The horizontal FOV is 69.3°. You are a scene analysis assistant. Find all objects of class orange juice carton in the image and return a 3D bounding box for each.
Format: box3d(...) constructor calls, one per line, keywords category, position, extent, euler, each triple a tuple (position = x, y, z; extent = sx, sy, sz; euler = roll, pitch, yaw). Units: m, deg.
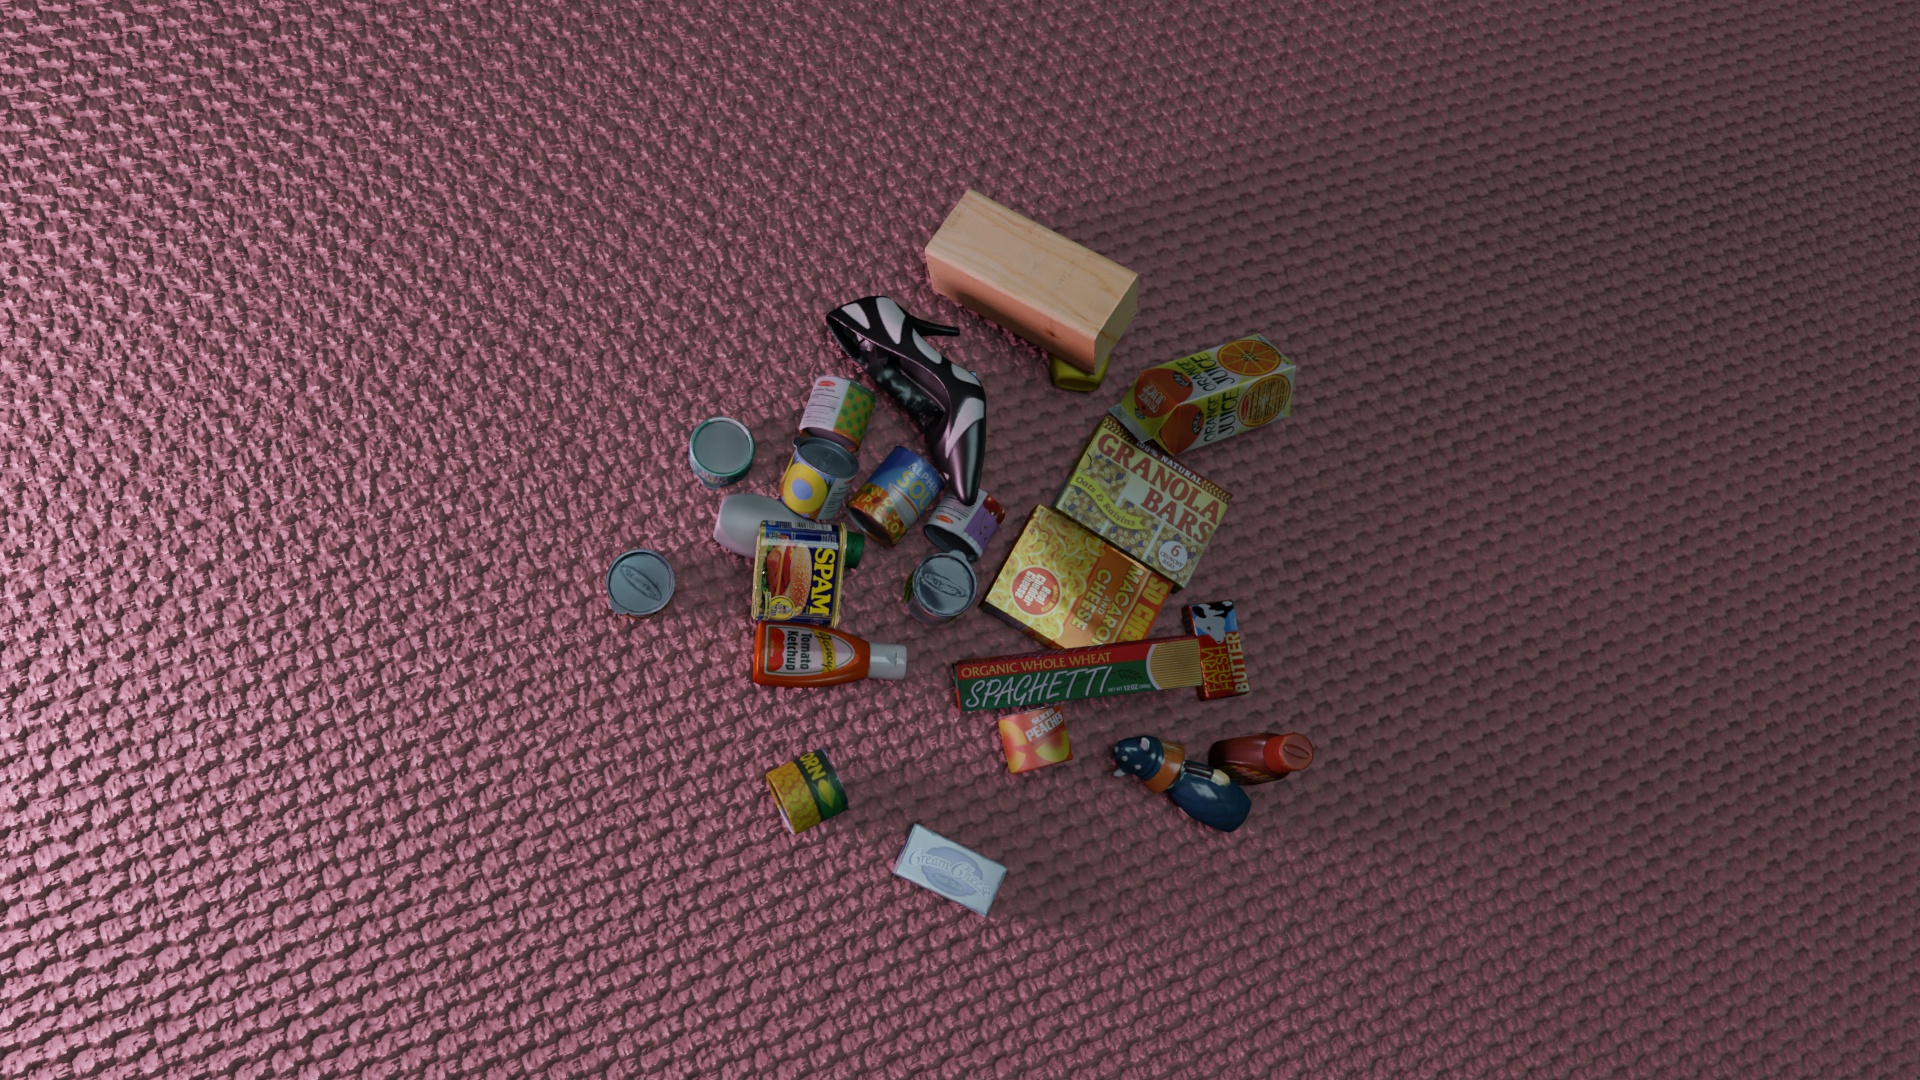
box3d(category="orange juice carton", position=(0.261, -0.153, 1.504), extent=(0.193, 0.072, 0.072), euler=(-19, 45, -17))

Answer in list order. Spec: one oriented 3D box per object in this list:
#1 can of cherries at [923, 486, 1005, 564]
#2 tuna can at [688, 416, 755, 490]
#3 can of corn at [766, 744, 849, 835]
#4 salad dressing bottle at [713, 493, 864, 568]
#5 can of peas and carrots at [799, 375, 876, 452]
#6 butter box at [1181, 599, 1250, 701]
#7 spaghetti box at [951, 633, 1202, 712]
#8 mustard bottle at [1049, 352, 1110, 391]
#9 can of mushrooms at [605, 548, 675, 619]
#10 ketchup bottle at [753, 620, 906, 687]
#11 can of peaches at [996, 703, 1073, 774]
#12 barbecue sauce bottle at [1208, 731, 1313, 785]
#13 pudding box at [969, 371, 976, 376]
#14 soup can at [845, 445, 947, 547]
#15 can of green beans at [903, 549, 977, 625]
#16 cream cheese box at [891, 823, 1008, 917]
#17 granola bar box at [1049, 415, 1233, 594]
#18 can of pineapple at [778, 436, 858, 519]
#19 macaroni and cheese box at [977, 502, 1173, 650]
box3d(category="can of cherries", position=(0.005, -0.018, 1.432), extent=(0.071, 0.071, 0.058), euler=(33, 71, -4))
box3d(category="tuna can", position=(-0.243, -0.088, 1.407), extent=(0.071, 0.032, 0.071), euler=(3, 75, -12))
box3d(category="can of corn", position=(-0.147, 0.238, 1.329), extent=(0.058, 0.071, 0.071), euler=(-24, 83, -17))
box3d(category="salad dressing bottle", position=(-0.172, -0.006, 1.398), extent=(0.148, 0.044, 0.064), euler=(15, 73, -11))
box3d(category="can of peas and carrots", position=(-0.125, -0.128, 1.428), extent=(0.071, 0.070, 0.059), euler=(20, 74, -8))
box3d(category="butter box", position=(0.272, 0.117, 1.479), extent=(0.053, 0.024, 0.103), euler=(-5, 78, -15))
box3d(category="spaghetti box", position=(0.118, 0.134, 1.403), extent=(0.250, 0.029, 0.050), euler=(-7, 95, 0))
box3d(category="mustard bottle", position=(0.136, -0.244, 1.524), extent=(0.065, 0.048, 0.160), euler=(9, 74, -3))
box3d(category="can of mushrooms", position=(-0.315, 0.045, 1.357), extent=(0.071, 0.033, 0.071), euler=(3, 76, -13))
box3d(category="ketchup bottle", position=(-0.129, 0.116, 1.377), extent=(0.149, 0.043, 0.065), euler=(5, 69, -12))
box3d(category="can of peaches", position=(0.076, 0.198, 1.389), extent=(0.071, 0.071, 0.058), euler=(-11, 80, -15))
box3d(category="barbecue sauce bottle", position=(0.305, 0.218, 1.396), extent=(0.065, 0.148, 0.044), euler=(21, 73, -8))
box3d(category="pudding box", position=(-0.005, -0.137, 1.475), extent=(0.050, 0.030, 0.084), euler=(-3, 77, -12))
box3d(category="soup can", position=(-0.065, -0.044, 1.417), extent=(0.071, 0.071, 0.084), euler=(39, 72, -1))
box3d(category="can of green beans", position=(-0.021, 0.050, 1.410), extent=(0.071, 0.057, 0.071), euler=(3, 76, -12))
box3d(category="cream cheese box", position=(-0.011, 0.324, 1.363), extent=(0.104, 0.024, 0.053), euler=(27, 72, -5))
box3d(category="granola bar box", position=(0.194, -0.038, 1.492), extent=(0.165, 0.039, 0.124), euler=(32, 71, -4))
box3d(category="can of pineapple", position=(-0.144, -0.064, 1.397), extent=(0.071, 0.057, 0.071), euler=(21, 31, -13))
box3d(category="macaroni and cheese box", position=(0.121, 0.056, 1.451), extent=(0.166, 0.040, 0.124), euler=(31, 73, -4))
